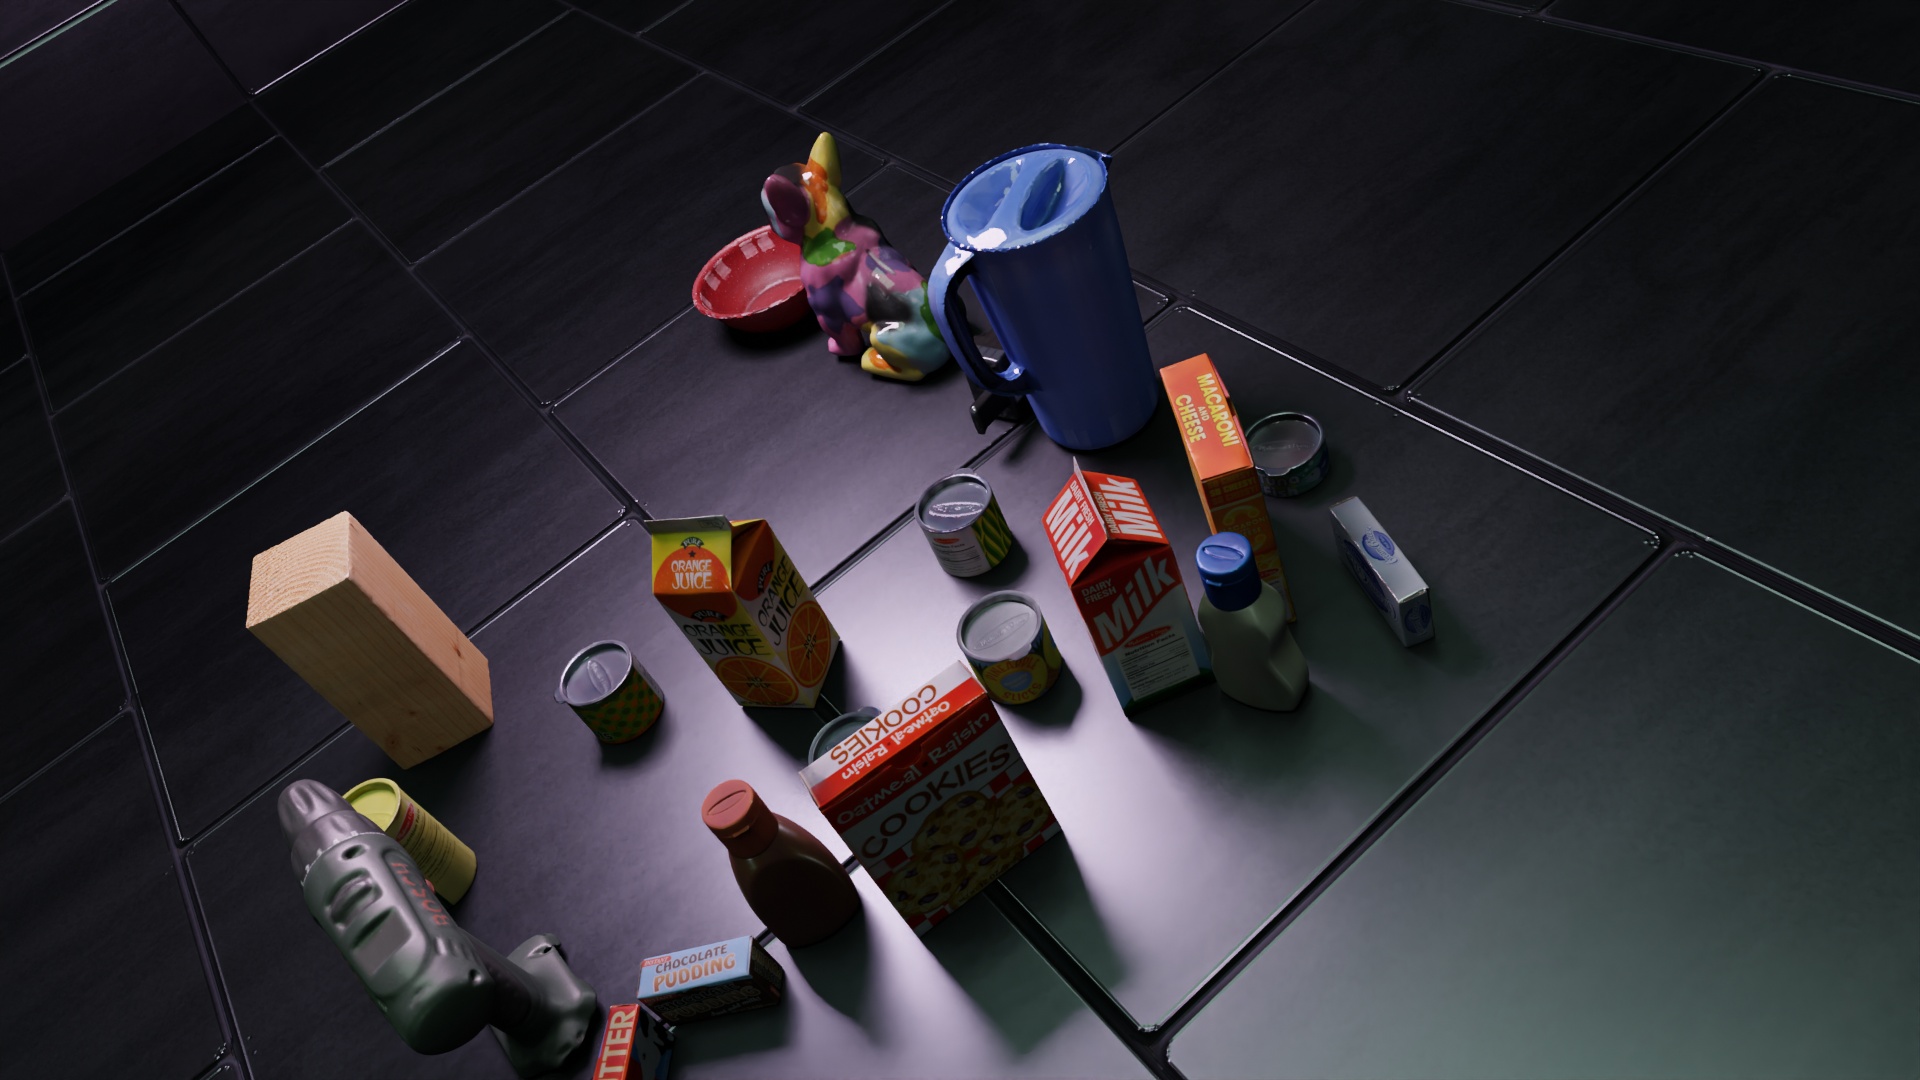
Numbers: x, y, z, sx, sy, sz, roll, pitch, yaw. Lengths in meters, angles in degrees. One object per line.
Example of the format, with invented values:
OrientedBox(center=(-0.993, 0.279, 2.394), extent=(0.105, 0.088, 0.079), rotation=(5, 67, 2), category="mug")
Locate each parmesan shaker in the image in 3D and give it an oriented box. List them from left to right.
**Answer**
OrientedBox(center=(-0.431, 0.241, 1.068), extent=(0.071, 0.102, 0.072), rotation=(-13, 45, 14), category="parmesan shaker")

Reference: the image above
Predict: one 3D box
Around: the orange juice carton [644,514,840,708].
OrientedBox(center=(-0.169, 0.046, 1.067), extent=(0.072, 0.191, 0.073), rotation=(-2, 48, 24), category="orange juice carton")

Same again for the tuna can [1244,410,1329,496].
OrientedBox(center=(0.255, -0.066, 1.093), extent=(0.071, 0.032, 0.071), rotation=(-13, 45, 13), category="tuna can")

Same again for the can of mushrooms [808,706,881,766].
OrientedBox(center=(-0.075, 0.161, 1.029), extent=(0.071, 0.033, 0.071), rotation=(-13, 45, 13), category="can of mushrooms")

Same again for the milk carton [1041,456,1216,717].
OrientedBox(center=(0.112, 0.029, 0.953), extent=(0.073, 0.189, 0.073), rotation=(-23, 43, 3), category="milk carton")

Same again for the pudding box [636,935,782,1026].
OrientedBox(center=(-0.168, 0.295, 0.931), extent=(0.083, 0.049, 0.030), rotation=(-15, 44, 12), category="pudding box")

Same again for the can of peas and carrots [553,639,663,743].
OrientedBox(center=(-0.289, 0.126, 1.143), extent=(0.071, 0.058, 0.071), rotation=(-13, 45, 14), category="can of peas and carrots")

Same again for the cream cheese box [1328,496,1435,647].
OrientedBox(center=(0.295, 0.021, 0.975), extent=(0.024, 0.053, 0.104), rotation=(-25, 43, 2), category="cream cheese box")

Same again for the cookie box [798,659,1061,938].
OrientedBox(center=(-0.015, 0.170, 0.894), extent=(0.123, 0.166, 0.040), rotation=(-35, 44, -9), category="cookie box")

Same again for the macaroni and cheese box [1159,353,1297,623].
OrientedBox(center=(0.192, -0.032, 0.992), extent=(0.040, 0.165, 0.124), rotation=(-19, 44, 8), category="macaroni and cheese box")

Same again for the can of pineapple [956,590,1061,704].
OrientedBox(center=(0.037, 0.082, 1.035), extent=(0.071, 0.057, 0.071), rotation=(-13, 45, 14), category="can of pineapple")

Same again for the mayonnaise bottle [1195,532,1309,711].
OrientedBox(center=(0.190, 0.055, 0.923), extent=(0.065, 0.147, 0.041), rotation=(14, 56, 35), category="mayonnaise bottle")

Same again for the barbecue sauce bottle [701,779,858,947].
OrientedBox(center=(-0.122, 0.212, 0.918), extent=(0.065, 0.148, 0.044), rotation=(-30, 43, -4), category="barbecue sauce bottle")

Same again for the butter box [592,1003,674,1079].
OrientedBox(center=(-0.214, 0.357, 0.891), extent=(0.024, 0.053, 0.104), rotation=(-11, 45, 16), category="butter box")

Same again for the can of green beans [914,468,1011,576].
OrientedBox(center=(0.003, -0.013, 1.141), extent=(0.071, 0.057, 0.071), rotation=(-13, 45, 14), category="can of green beans")
